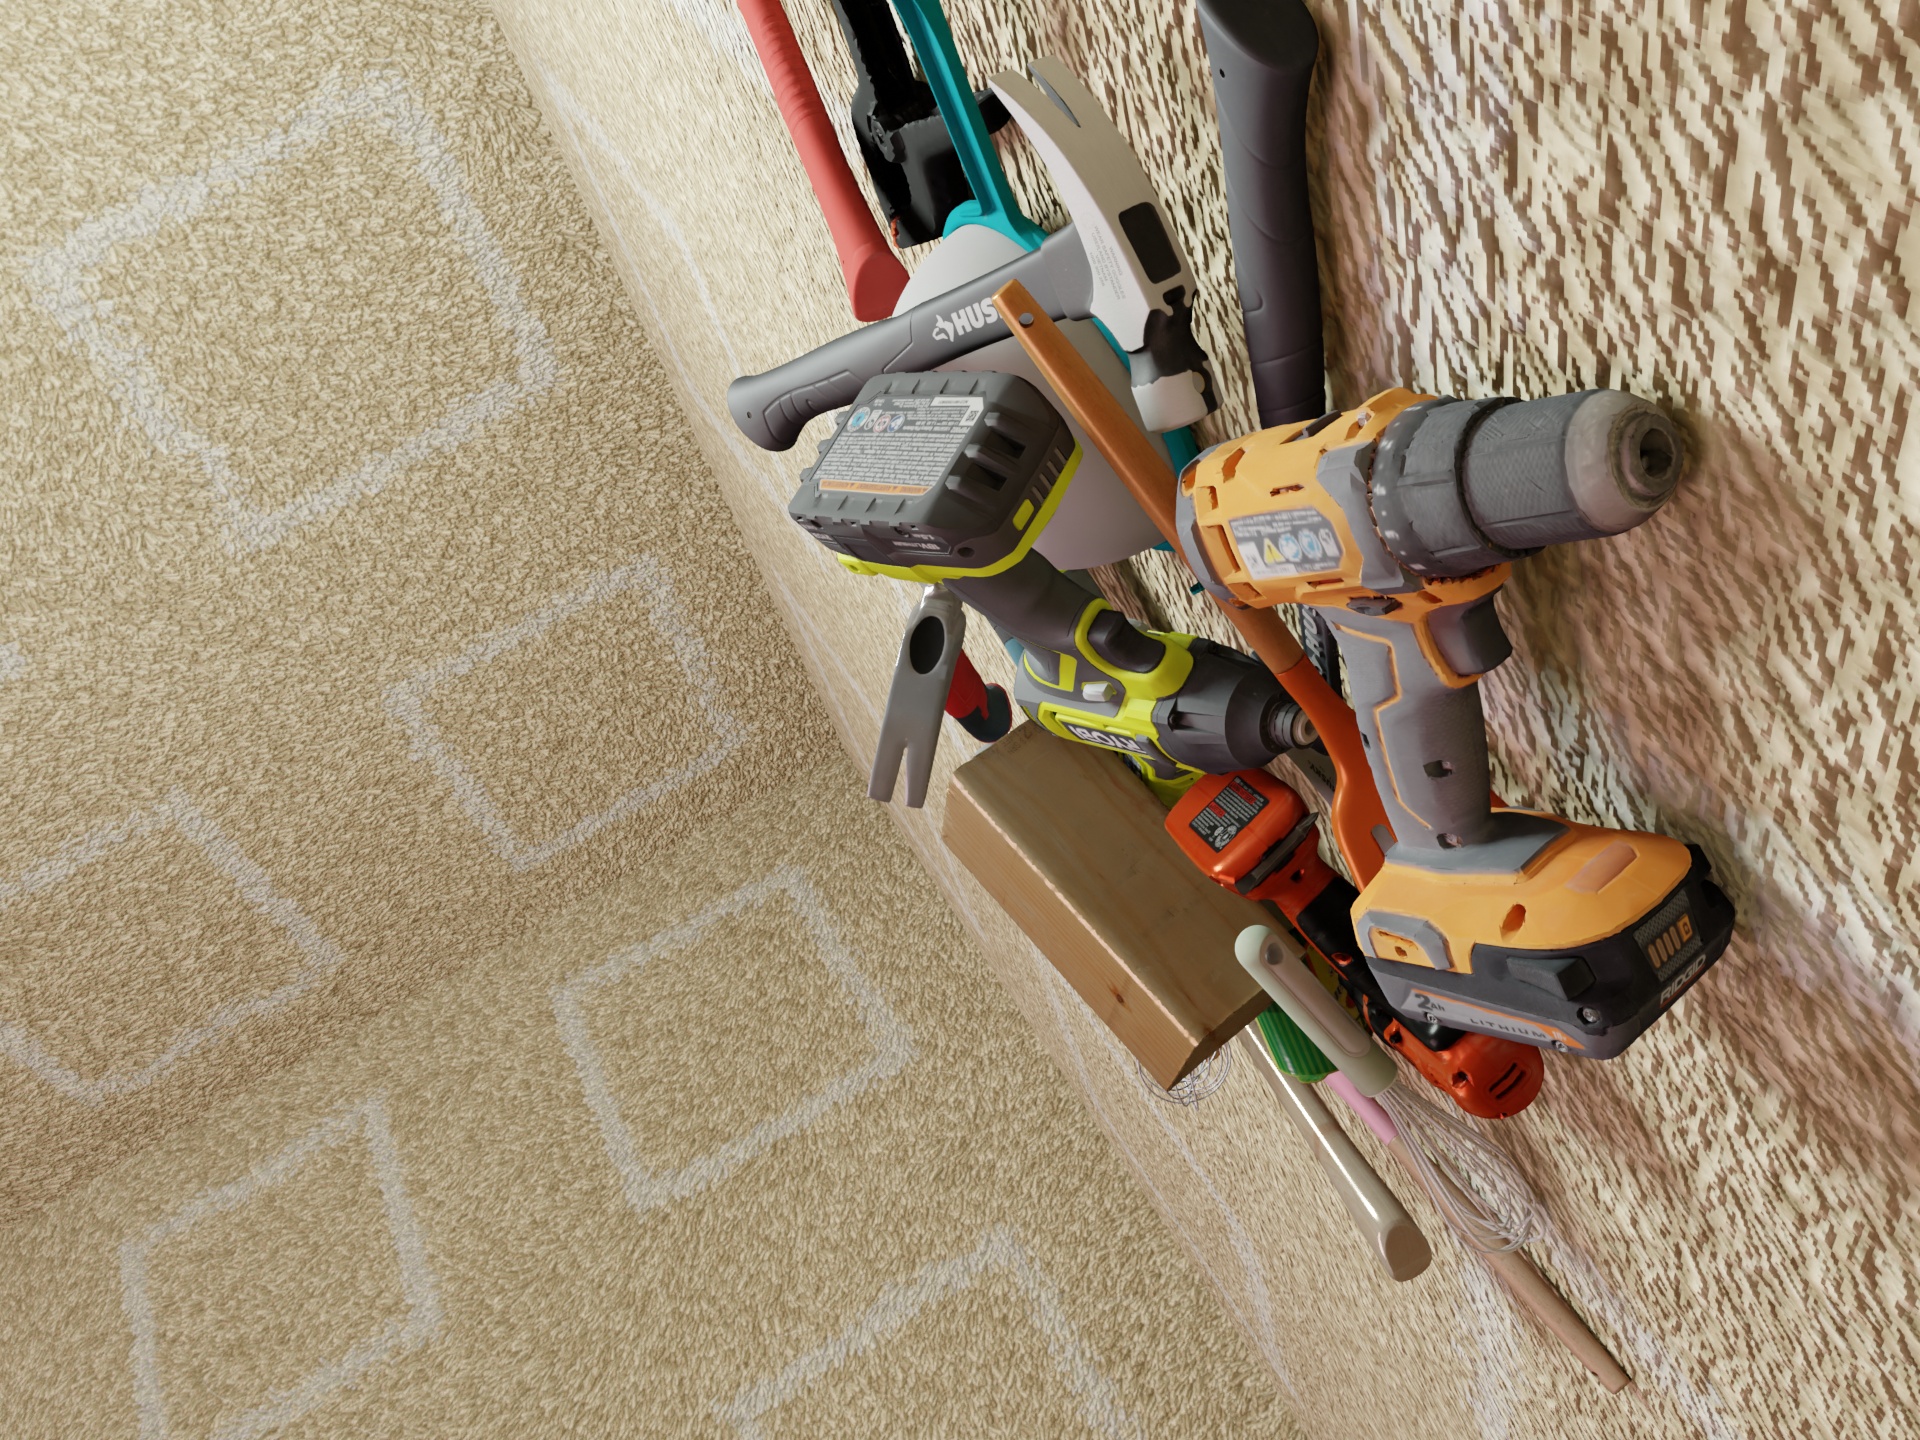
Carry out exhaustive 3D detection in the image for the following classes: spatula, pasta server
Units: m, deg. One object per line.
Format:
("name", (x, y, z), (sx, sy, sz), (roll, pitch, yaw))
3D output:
("spatula", (0.116, -0.038, 0.621), (0.322, 0.081, 0.041), (50, -165, -15))
("pasta server", (0.299, 0.280, 1.000), (0.317, 0.040, 0.060), (49, 167, 36))

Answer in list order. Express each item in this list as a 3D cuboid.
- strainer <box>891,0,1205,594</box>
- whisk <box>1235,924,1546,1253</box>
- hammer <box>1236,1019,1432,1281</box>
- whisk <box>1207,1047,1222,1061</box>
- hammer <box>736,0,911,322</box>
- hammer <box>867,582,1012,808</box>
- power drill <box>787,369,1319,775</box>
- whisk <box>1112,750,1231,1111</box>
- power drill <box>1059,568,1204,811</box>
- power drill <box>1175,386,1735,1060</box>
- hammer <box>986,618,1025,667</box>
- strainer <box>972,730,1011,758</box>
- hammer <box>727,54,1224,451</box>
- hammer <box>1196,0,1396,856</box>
("strainer", (0.004, -0.190, 0.778), (0.211, 0.095, 0.340), (45, 169, 42))
("whisk", (0.232, 0.200, 0.861), (0.246, 0.058, 0.059), (47, 153, -11))
("hammer", (0.214, 0.228, 1.162), (0.411, 0.038, 0.146), (59, 175, 43))
("whisk", (0.138, 0.162, 1.177), (0.051, 0.047, 0.244), (-12, 122, 38))
("hammer", (-0.110, -0.393, 0.919), (0.149, 0.036, 0.359), (119, 130, -80))
("hammer", (-0.002, -0.003, 1.046), (0.386, 0.038, 0.143), (48, -126, -81))
("power drill", (0.047, -0.053, 0.702), (0.223, 0.080, 0.171), (39, 164, -36))
("whisk", (0.132, 0.145, 1.112), (0.070, 0.070, 0.284), (-146, 39, -71))
("power drill", (0.086, -0.039, 0.999), (0.229, 0.080, 0.190), (55, 175, 20))
("power drill", (0.178, -0.003, 0.528), (0.185, 0.084, 0.226), (-1, 118, 61))
("hammer", (0.037, -0.074, 1.234), (0.331, 0.033, 0.128), (62, -170, 13))
("strainer", (0.072, 0.097, 1.217), (0.050, 0.087, 0.259), (-60, 42, 50))
("hammer", (-0.023, -0.178, 0.726), (0.335, 0.035, 0.146), (-3, 115, 56))
("hammer", (0.136, -0.098, 0.643), (0.149, 0.036, 0.408), (54, 169, 43))
